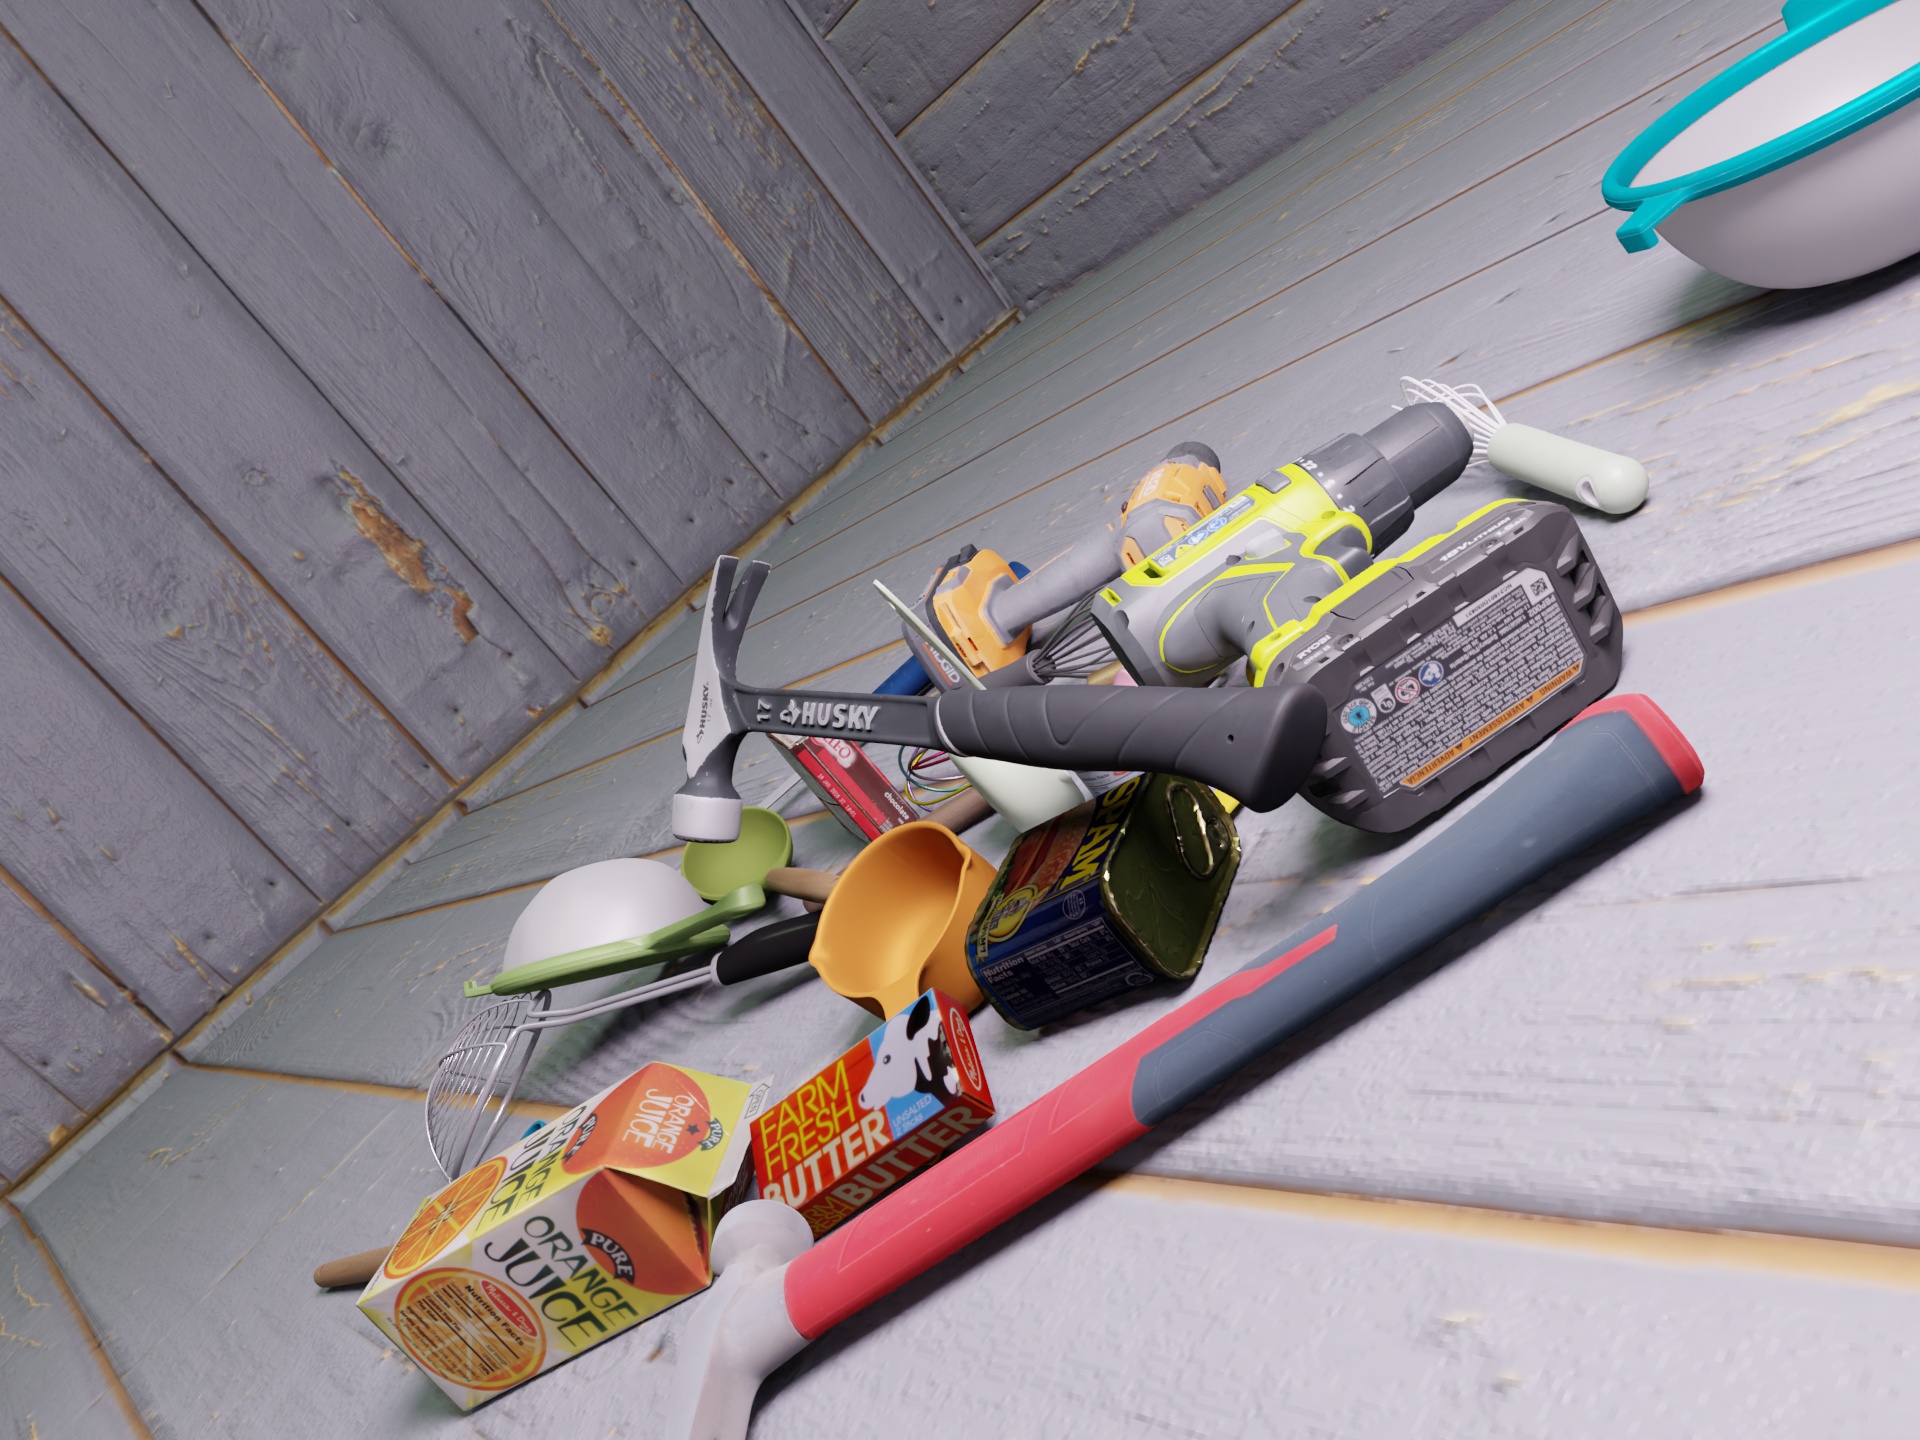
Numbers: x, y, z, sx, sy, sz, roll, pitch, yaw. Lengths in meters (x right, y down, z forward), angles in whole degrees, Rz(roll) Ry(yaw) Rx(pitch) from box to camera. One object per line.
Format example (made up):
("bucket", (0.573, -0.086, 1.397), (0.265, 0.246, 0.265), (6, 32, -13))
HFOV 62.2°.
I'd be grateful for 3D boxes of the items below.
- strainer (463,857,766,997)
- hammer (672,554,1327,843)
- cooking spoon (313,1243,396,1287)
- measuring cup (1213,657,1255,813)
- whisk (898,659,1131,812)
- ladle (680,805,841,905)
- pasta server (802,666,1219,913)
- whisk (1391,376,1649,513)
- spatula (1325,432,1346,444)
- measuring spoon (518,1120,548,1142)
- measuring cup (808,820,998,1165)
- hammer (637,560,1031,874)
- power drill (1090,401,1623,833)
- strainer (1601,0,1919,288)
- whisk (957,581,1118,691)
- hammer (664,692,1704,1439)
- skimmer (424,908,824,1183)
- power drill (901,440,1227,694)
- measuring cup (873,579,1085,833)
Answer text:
("strainer", (-0.195, 0.110, 0.968), (0.151, 0.069, 0.256), (-7, -13, -40))
("hammer", (-0.011, -0.004, 0.688), (0.036, 0.149, 0.409), (6, -2, -39))
("cooking spoon", (-0.295, 0.294, 0.877), (0.319, 0.017, 0.069), (-27, 37, 45))
("measuring cup", (0.135, -0.002, 0.724), (0.062, 0.029, 0.156), (-21, 20, 50))
("whisk", (0.060, -0.011, 0.921), (0.245, 0.051, 0.047), (-27, 12, 28))
("ladle", (-0.111, 0.086, 0.945), (0.078, 0.062, 0.320), (-36, 7, -16))
("pasta server", (0.024, 0.028, 0.894), (0.316, 0.040, 0.060), (-33, 26, 24))
("whisk", (0.270, -0.136, 0.787), (0.059, 0.057, 0.246), (-29, 19, 3))
("spatula", (0.200, -0.108, 0.922), (0.059, 0.018, 0.316), (-37, 12, 26))
("measuring spoon", (-0.227, 0.261, 0.846), (0.042, 0.021, 0.129), (-54, 22, 9))
("measuring cup", (-0.010, 0.123, 0.686), (0.095, 0.052, 0.174), (-36, 39, 20))
("hammer", (-0.098, 0.016, 1.233), (0.405, 0.035, 0.144), (-41, 15, -12))
("power drill", (0.168, -0.058, 0.665), (0.190, 0.080, 0.229), (-34, 22, 2))
("strainer", (0.434, -0.292, 0.768), (0.211, 0.095, 0.340), (-25, 17, 34))
("whisk", (0.053, -0.032, 1.002), (0.055, 0.055, 0.239), (-48, 12, -34))
("hammer", (0.065, 0.120, 0.508), (0.386, 0.038, 0.143), (-36, 16, 11))
("skimmer", (-0.170, 0.180, 0.920), (0.363, 0.090, 0.127), (-21, 25, 23))
("power drill", (0.084, -0.116, 1.114), (0.226, 0.084, 0.185), (-26, 18, 26))
("measuring cup", (-0.001, -0.003, 0.797), (0.038, 0.167, 0.083), (-45, 29, -3))
